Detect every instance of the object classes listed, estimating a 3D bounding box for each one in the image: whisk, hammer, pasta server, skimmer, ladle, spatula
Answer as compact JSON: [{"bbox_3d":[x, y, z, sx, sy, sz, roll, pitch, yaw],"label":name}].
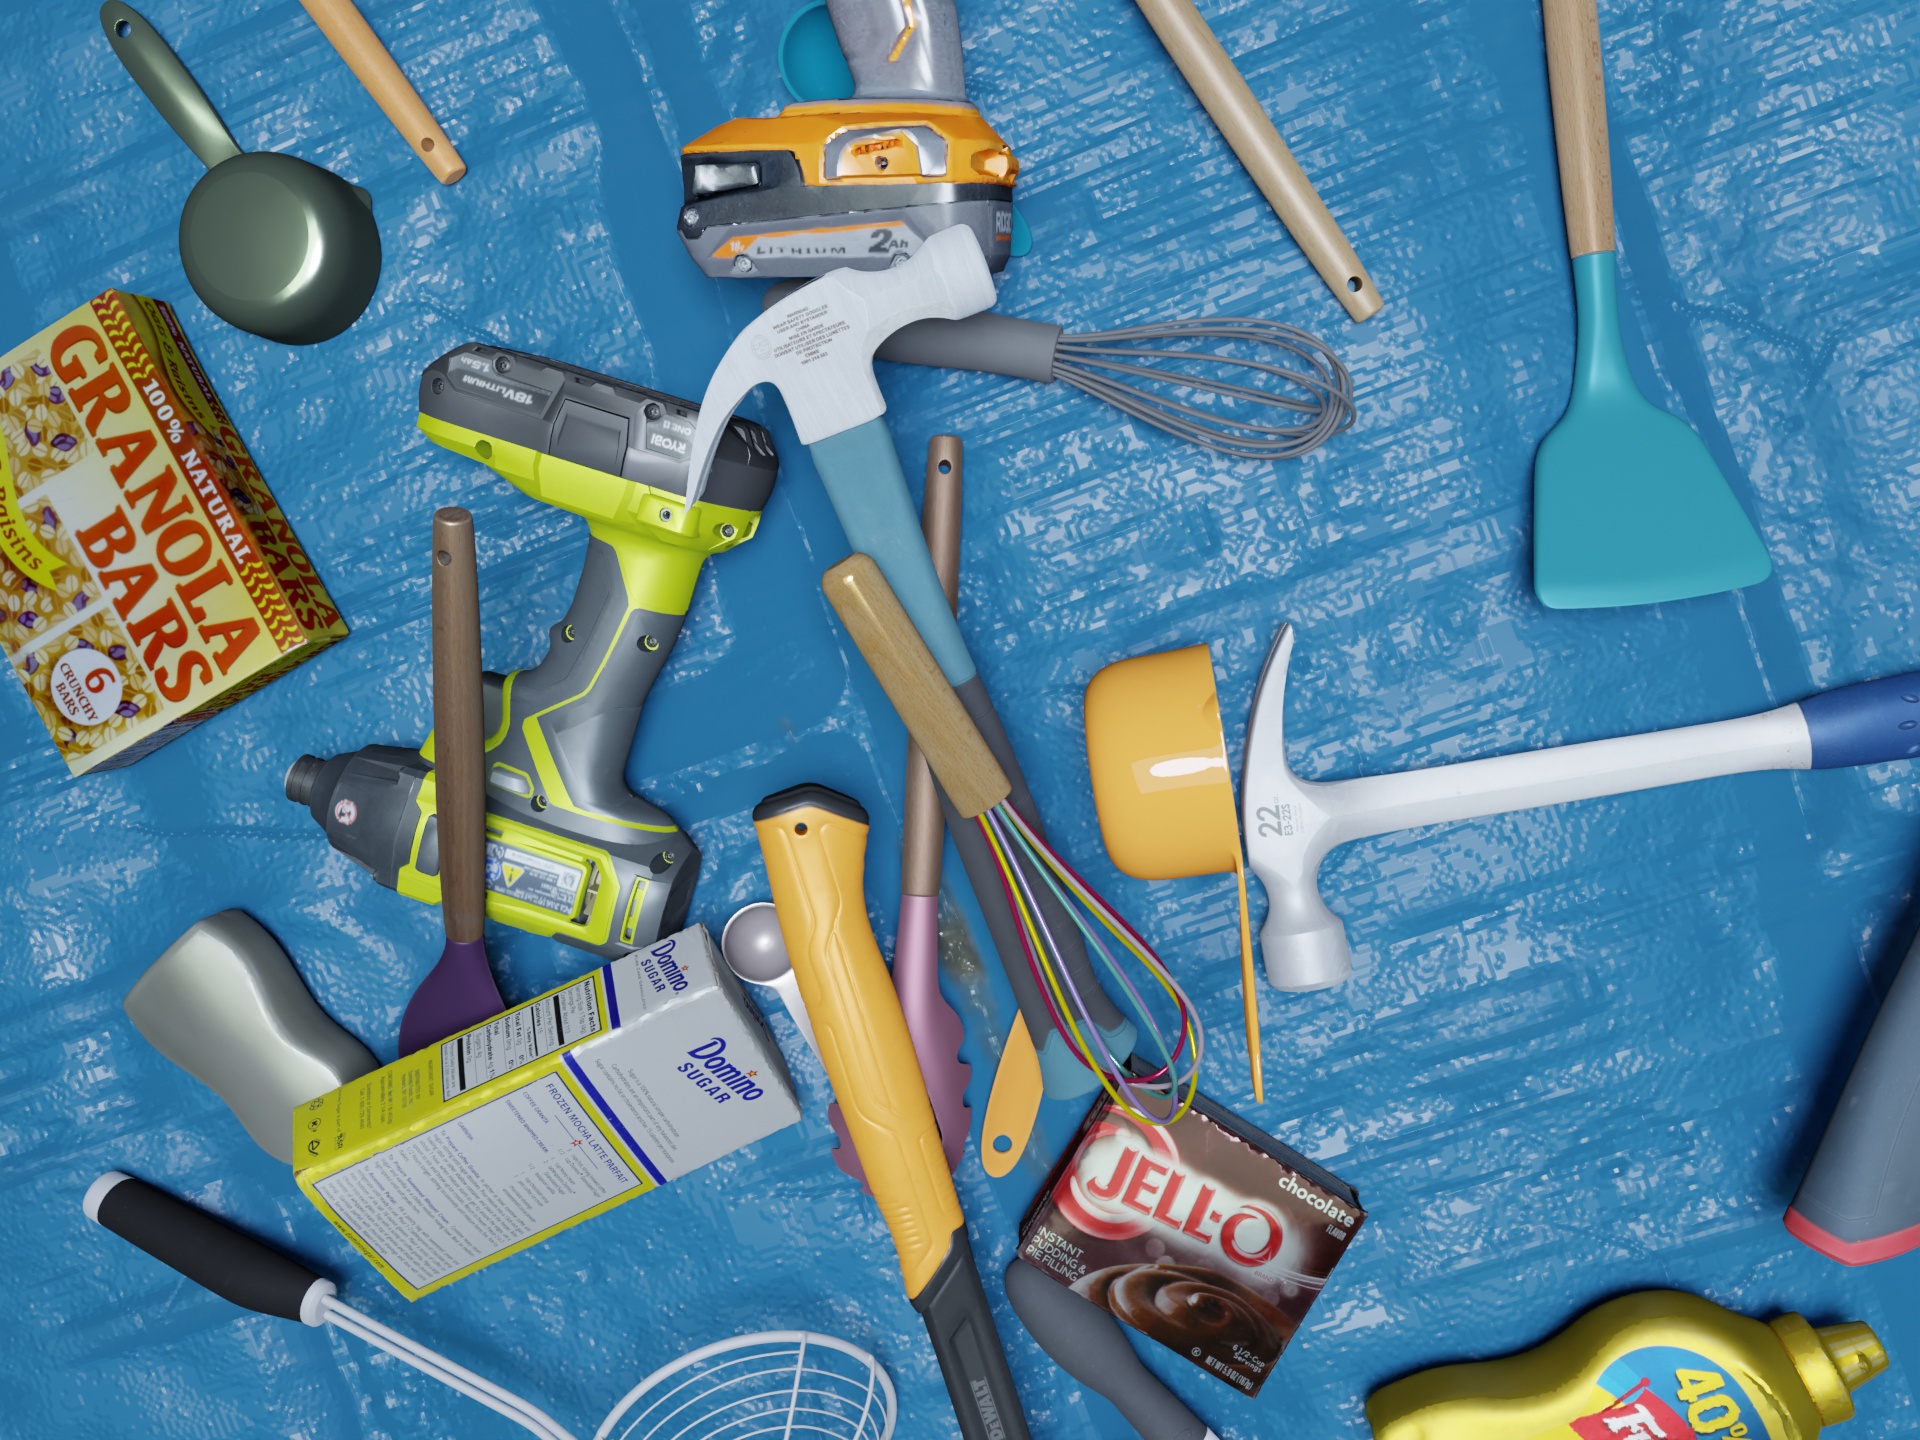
[{"bbox_3d":[0.122,0.325,0.647,0.284,0.070,0.070,45,98,6],"label":"whisk"},{"bbox_3d":[0.371,0.009,0.561,0.143,0.038,0.386,22,97,5],"label":"hammer"},{"bbox_3d":[-0.016,0.043,0.650,0.060,0.040,0.316,3,90,-8],"label":"pasta server"},{"bbox_3d":[0.308,0.002,0.605,0.405,0.035,0.144,-10,94,7],"label":"hammer"},{"bbox_3d":[-0.001,-0.002,0.595,0.128,0.033,0.330,-19,108,6],"label":"hammer"},{"bbox_3d":[0.022,0.046,0.578,0.047,0.051,0.245,-34,103,-12],"label":"whisk"},{"bbox_3d":[-0.024,0.189,0.613,0.127,0.034,0.337,-17,93,-5],"label":"hammer"},{"bbox_3d":[-0.208,0.259,0.689,0.363,0.090,0.127,19,117,15],"label":"skimmer"},{"bbox_3d":[0.067,-0.288,0.612,0.078,0.062,0.320,-35,97,8],"label":"ladle"},{"bbox_3d":[-0.194,0.061,0.614,0.060,0.018,0.315,16,123,8],"label":"spatula"},{"bbox_3d":[0.237,-0.202,0.592,0.082,0.044,0.317,-7,93,11],"label":"spatula"},{"bbox_3d":[-0.302,-0.356,0.654,0.081,0.041,0.322,-35,94,8],"label":"spatula"},{"bbox_3d":[0.035,-0.143,0.620,0.239,0.055,0.055,12,96,9],"label":"whisk"}]

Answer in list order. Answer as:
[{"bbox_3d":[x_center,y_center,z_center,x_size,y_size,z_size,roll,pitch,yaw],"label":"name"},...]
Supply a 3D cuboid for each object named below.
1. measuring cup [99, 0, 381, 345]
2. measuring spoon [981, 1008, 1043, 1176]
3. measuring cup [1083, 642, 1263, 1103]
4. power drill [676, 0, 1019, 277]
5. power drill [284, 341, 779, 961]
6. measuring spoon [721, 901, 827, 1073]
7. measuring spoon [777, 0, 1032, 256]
[{"bbox_3d":[-0.310,-0.232,0.655,0.083,0.038,0.167,-36,92,8],"label":"measuring cup"},{"bbox_3d":[0.028,0.136,0.664,0.021,0.011,0.117,13,100,-2],"label":"measuring spoon"},{"bbox_3d":[0.079,0.056,0.590,0.052,0.095,0.174,-7,67,10],"label":"measuring cup"},{"bbox_3d":[-0.056,-0.277,0.572,0.164,0.084,0.226,2,107,10],"label":"power drill"},{"bbox_3d":[-0.172,-0.029,0.640,0.171,0.080,0.223,18,100,4],"label":"power drill"},{"bbox_3d":[-0.058,0.129,0.672,0.034,0.018,0.124,-35,97,-4],"label":"measuring spoon"},{"bbox_3d":[-0.018,-0.233,0.636,0.128,0.021,0.042,43,110,-7],"label":"measuring spoon"}]
